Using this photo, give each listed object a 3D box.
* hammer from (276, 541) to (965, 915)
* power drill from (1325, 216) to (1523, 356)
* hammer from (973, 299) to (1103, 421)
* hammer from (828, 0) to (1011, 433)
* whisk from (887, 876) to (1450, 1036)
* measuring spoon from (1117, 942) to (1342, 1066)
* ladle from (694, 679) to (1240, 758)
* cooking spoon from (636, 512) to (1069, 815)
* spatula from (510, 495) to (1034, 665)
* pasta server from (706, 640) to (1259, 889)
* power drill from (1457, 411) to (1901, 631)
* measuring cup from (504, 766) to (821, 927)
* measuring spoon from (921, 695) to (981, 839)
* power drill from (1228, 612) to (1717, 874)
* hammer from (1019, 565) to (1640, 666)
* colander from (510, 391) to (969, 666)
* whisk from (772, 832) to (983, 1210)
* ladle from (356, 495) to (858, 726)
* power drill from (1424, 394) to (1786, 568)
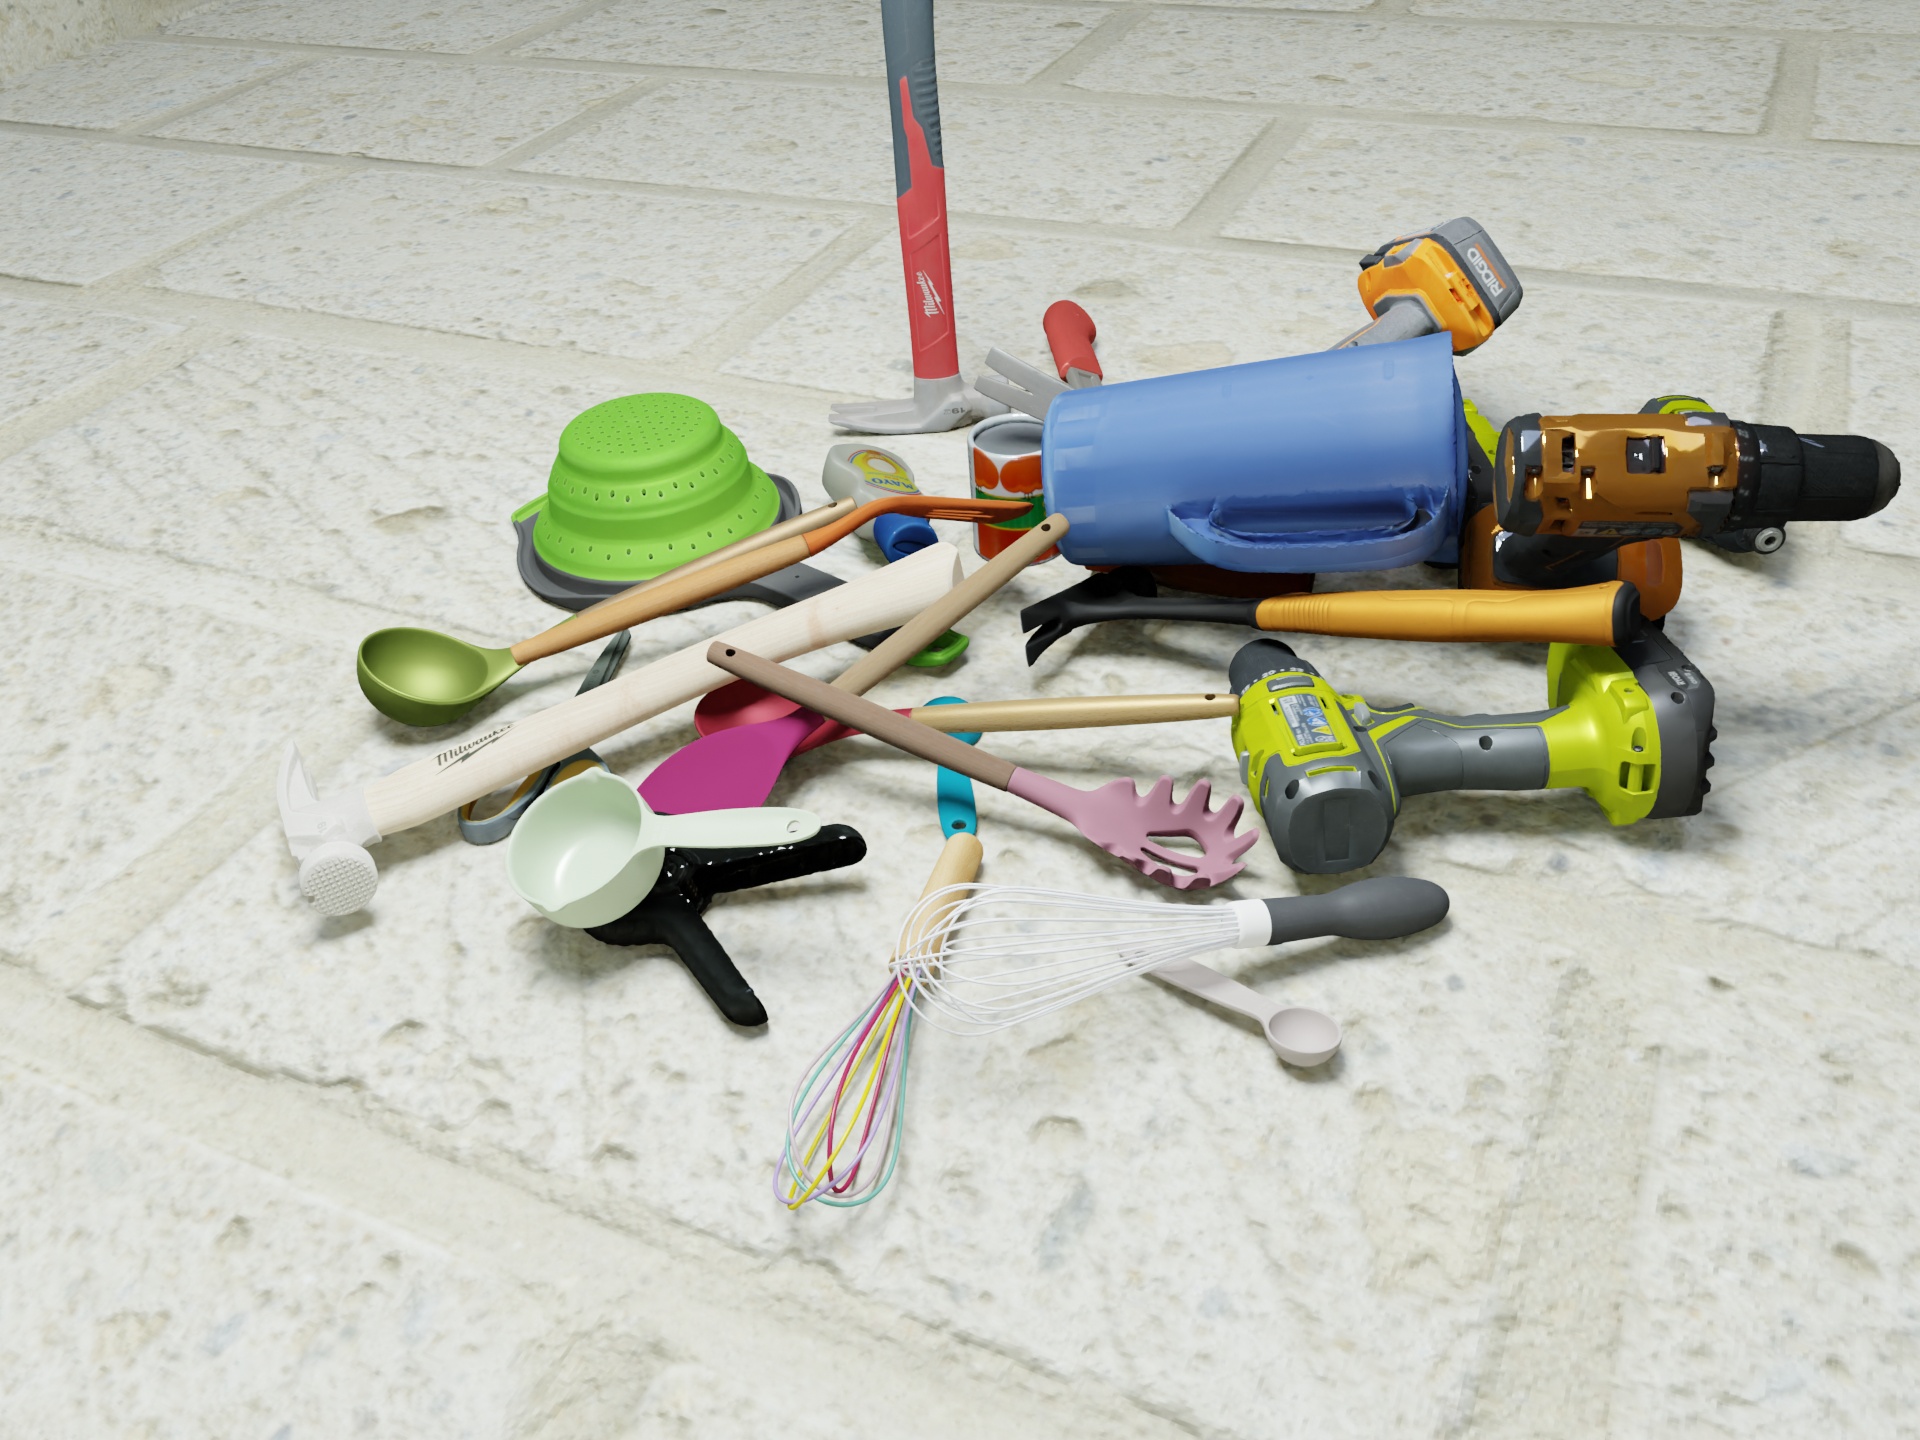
[{"bbox_3d":[-0.187,-0.019,0.924,0.410,0.038,0.146,-24,35,-16],"label":"hammer"},{"bbox_3d":[0.255,-0.241,1.099,0.226,0.084,0.164,-40,13,-2],"label":"power drill"},{"bbox_3d":[0.079,-0.269,1.188,0.149,0.036,0.359,22,22,-11],"label":"hammer"},{"bbox_3d":[-0.044,-0.385,1.138,0.143,0.386,0.038,-3,37,3],"label":"hammer"},{"bbox_3d":[0.104,0.099,0.744,0.284,0.070,0.070,-4,36,-18],"label":"whisk"},{"bbox_3d":[0.123,0.133,0.750,0.124,0.018,0.034,22,34,40],"label":"measuring spoon"},{"bbox_3d":[-0.001,-0.003,0.894,0.315,0.031,0.069,-2,44,18],"label":"ladle"},{"bbox_3d":[-0.060,-0.020,0.897,0.319,0.017,0.069,-39,59,-13],"label":"cooking spoon"},{"bbox_3d":[-0.113,-0.089,0.965,0.322,0.041,0.081,-22,4,-10],"label":"spatula"},{"bbox_3d":[0.003,0.016,0.845,0.316,0.040,0.060,23,56,13],"label":"pasta server"},{"bbox_3d":[0.373,-0.105,0.863,0.185,0.226,0.084,1,78,8],"label":"power drill"},{"bbox_3d":[-0.141,0.064,0.782,0.167,0.038,0.083,-5,53,16],"label":"measuring cup"},{"bbox_3d":[-0.005,0.023,0.896,0.042,0.021,0.129,-6,35,-1],"label":"measuring spoon"},{"bbox_3d":[0.259,-0.001,0.855,0.228,0.080,0.191,-7,28,2],"label":"power drill"},{"bbox_3d":[0.196,-0.059,0.881,0.337,0.034,0.127,4,20,38],"label":"hammer"},{"bbox_3d":[-0.155,-0.137,1.066,0.397,0.094,0.204,25,46,33],"label":"colander"},{"bbox_3d":[-0.028,0.131,0.744,0.051,0.047,0.245,12,36,12],"label":"whisk"},{"bbox_3d":[-0.214,-0.079,0.980,0.320,0.062,0.078,-24,44,-5],"label":"ladle"},{"bbox_3d":[0.410,-0.155,1.040,0.223,0.080,0.171,-2,34,0],"label":"power drill"}]
